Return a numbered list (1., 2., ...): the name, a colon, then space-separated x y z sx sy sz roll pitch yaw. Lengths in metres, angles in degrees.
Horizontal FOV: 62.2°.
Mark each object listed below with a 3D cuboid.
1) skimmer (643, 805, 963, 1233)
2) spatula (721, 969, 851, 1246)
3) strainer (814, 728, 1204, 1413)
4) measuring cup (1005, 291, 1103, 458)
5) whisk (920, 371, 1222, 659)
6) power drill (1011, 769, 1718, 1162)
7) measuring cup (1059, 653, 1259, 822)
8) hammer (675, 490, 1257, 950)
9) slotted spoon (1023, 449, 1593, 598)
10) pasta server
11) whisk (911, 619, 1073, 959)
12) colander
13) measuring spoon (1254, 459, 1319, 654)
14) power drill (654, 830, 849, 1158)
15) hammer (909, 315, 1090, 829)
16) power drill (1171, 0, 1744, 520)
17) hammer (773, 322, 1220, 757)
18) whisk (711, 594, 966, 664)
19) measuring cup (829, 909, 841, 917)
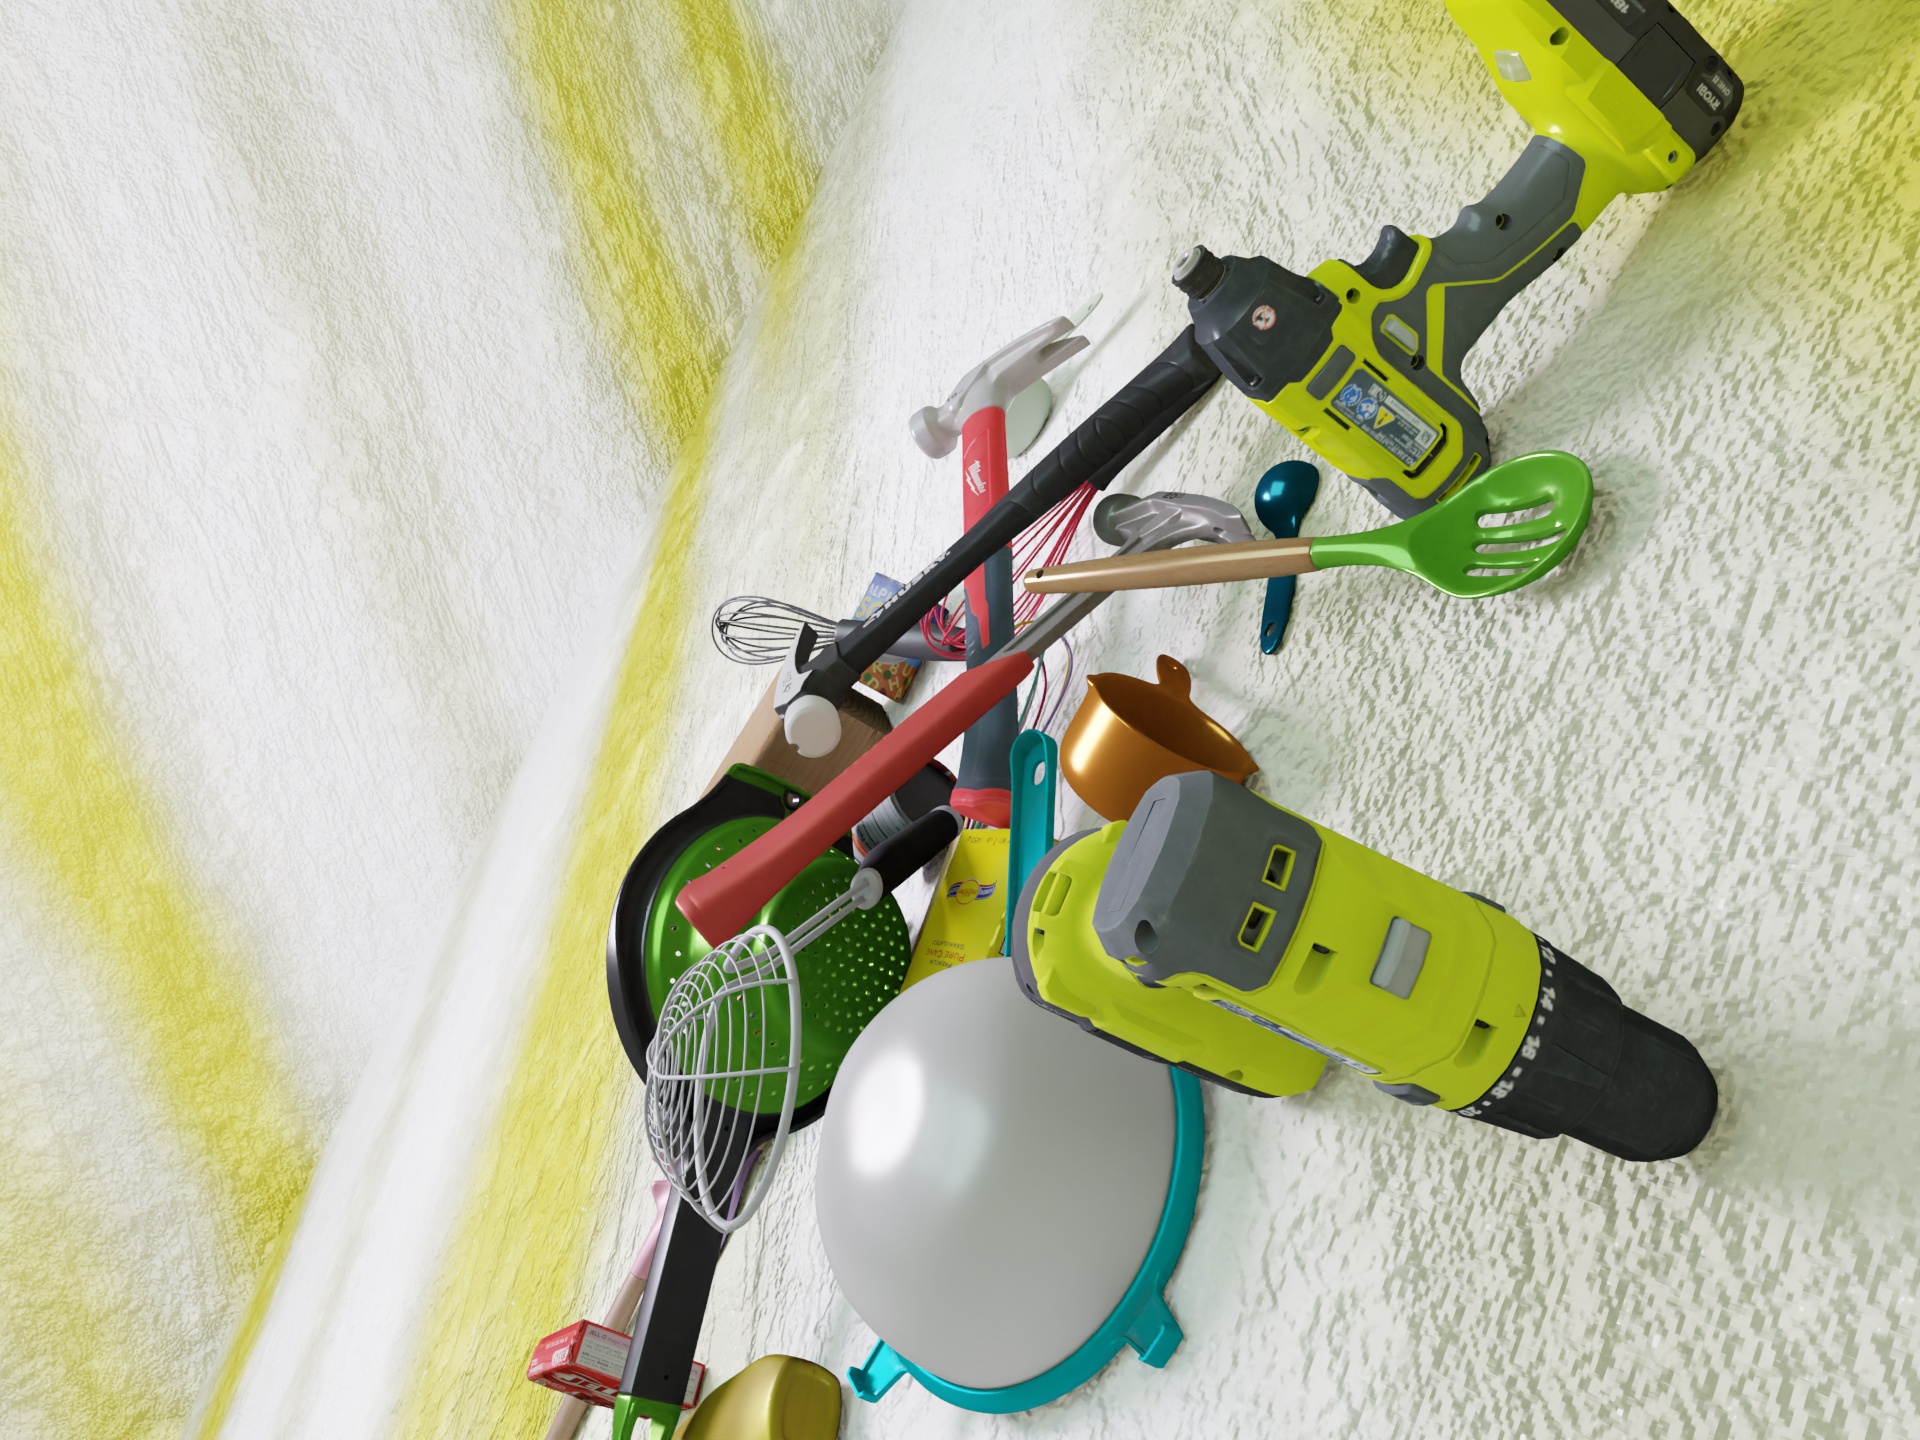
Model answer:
1. skimmer: -0.048 0.119 0.796 0.363 0.090 0.127 -33 -32 -64
2. spatula: -0.124 0.263 1.063 0.316 0.018 0.060 -59 32 8
3. strainer: 0.004 0.137 0.749 0.211 0.095 0.341 -27 46 39
4. measuring cup: 0.070 -0.273 1.266 0.167 0.038 0.083 -42 28 36
5. whisk: 0.076 -0.149 1.073 0.295 0.073 0.073 -46 25 23
6. power drill: 0.119 0.089 0.545 0.080 0.190 0.228 -66 7 -12
7. measuring cup: 0.098 0.009 0.818 0.052 0.095 0.174 -61 1 19
8. hammer: -0.001 -0.003 0.861 0.359 0.036 0.149 -40 24 -9
9. slotted spoon: 0.148 -0.078 0.749 0.314 0.031 0.070 -1 60 45
10. pasta server: -0.246 0.415 1.124 0.060 0.040 0.316 20 83 58
11. whisk: 0.011 0.049 0.991 0.051 0.047 0.245 -7 61 63
12. colander: -0.111 0.213 0.895 0.094 0.204 0.397 -13 56 43
13. measuring spoon: 0.165 -0.090 0.842 0.042 0.021 0.129 -34 34 49
14. power drill: -0.166 0.179 1.118 0.188 0.080 0.227 -55 28 10
15. hammer: 0.029 -0.101 1.006 0.143 0.038 0.387 -30 42 30
16. power drill: 0.212 -0.221 0.700 0.223 0.171 0.080 -53 22 12
17. hammer: 0.020 -0.115 0.949 0.335 0.035 0.146 -41 20 7
18. whisk: -0.088 -0.062 1.202 0.239 0.055 0.055 6 63 27
19. measuring cup: -0.114 0.164 1.160 0.156 0.029 0.062 -31 37 42
